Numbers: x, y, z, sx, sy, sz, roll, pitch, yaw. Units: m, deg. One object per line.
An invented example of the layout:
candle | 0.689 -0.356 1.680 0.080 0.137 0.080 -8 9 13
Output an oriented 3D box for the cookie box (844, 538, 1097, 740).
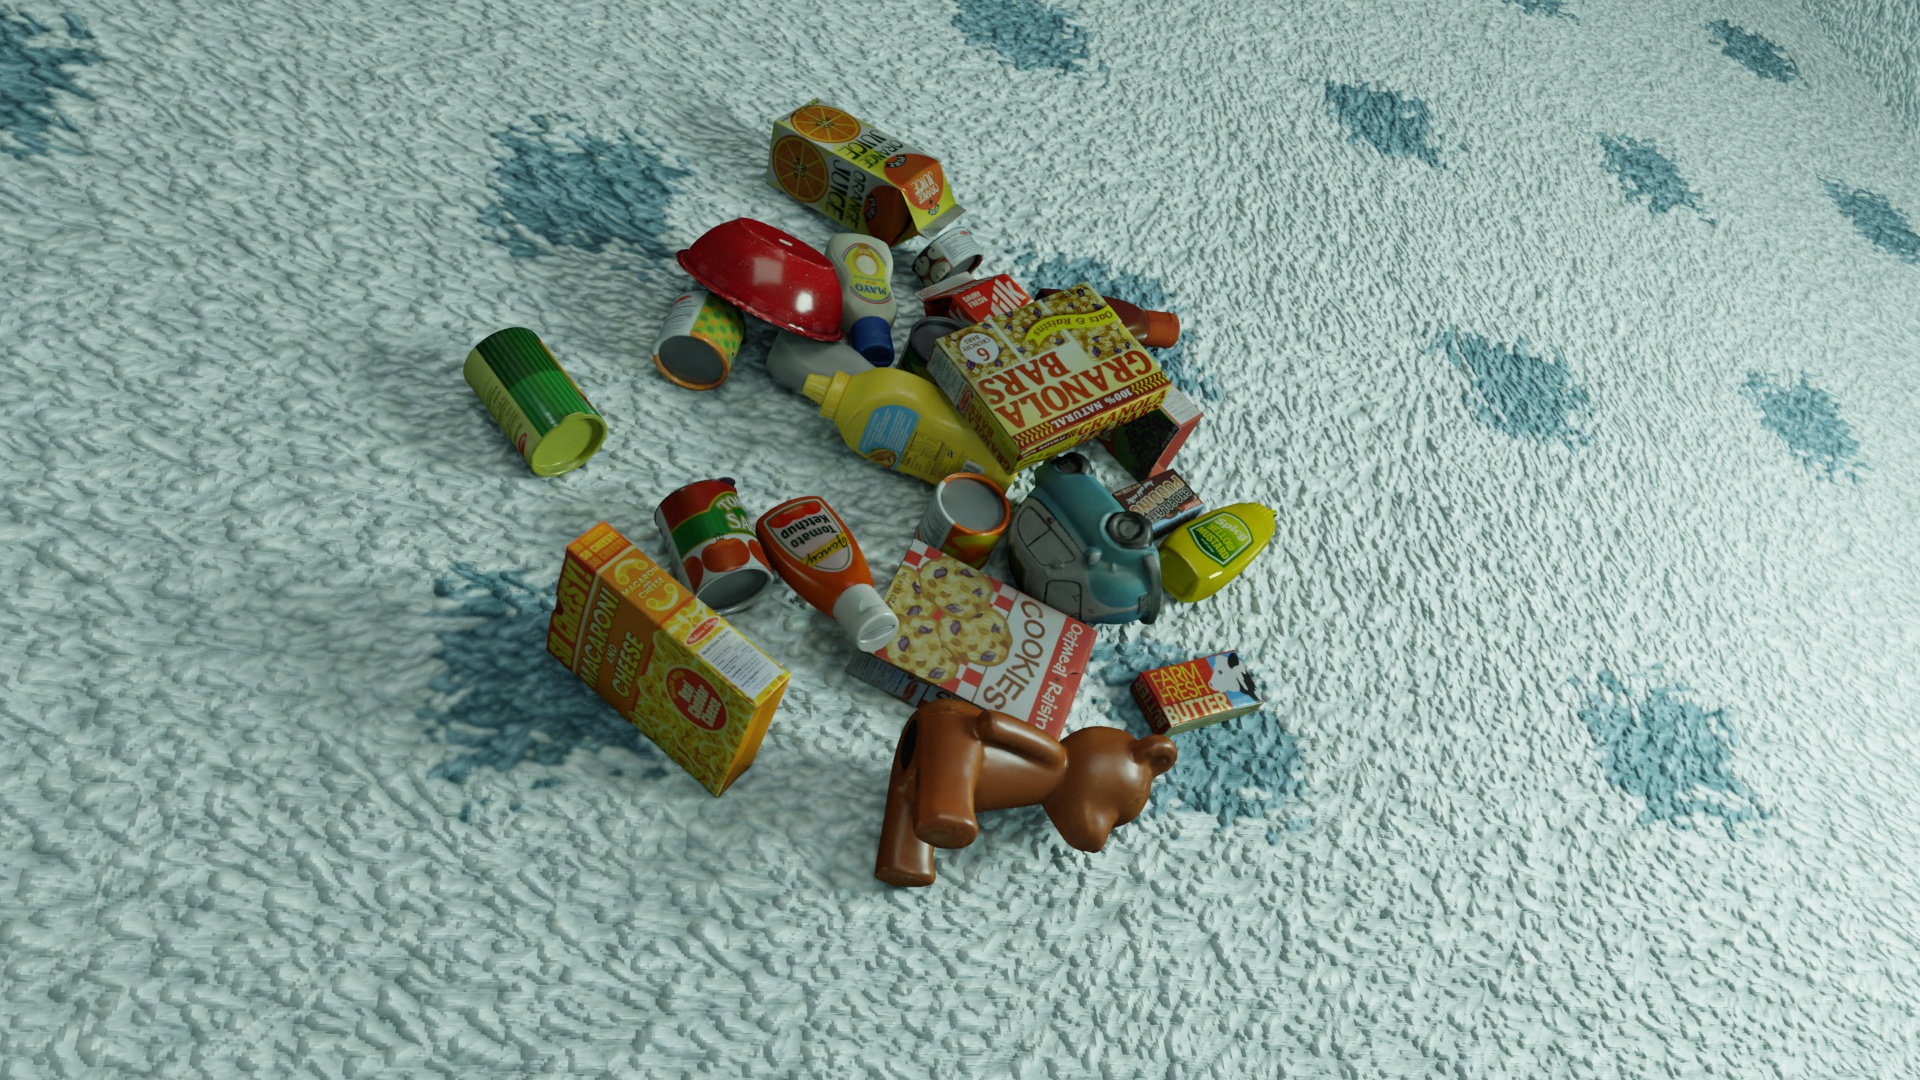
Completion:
cookie box | 0.012 0.086 1.084 0.167 0.040 0.123 27 47 -1

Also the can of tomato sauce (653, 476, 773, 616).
can of tomato sauce | -0.184 0.005 1.046 0.071 0.070 0.083 -11 59 -30

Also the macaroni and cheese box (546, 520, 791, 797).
macaroni and cheese box | -0.202 0.082 0.939 0.166 0.123 0.040 38 47 9

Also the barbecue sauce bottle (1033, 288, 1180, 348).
barbecue sauce bottle | 0.147 -0.216 1.387 0.149 0.043 0.065 2 53 -23

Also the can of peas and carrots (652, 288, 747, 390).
can of peas and carrots | -0.219 -0.168 1.175 0.071 0.070 0.059 20 48 -8

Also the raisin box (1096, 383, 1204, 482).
raisin box | 0.155 -0.126 1.288 0.040 0.085 0.123 -30 69 -36

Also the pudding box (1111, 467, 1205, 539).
pudding box | 0.174 -0.028 1.254 0.084 0.030 0.050 -22 65 -35

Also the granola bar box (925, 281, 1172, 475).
granola bar box | 0.074 -0.137 1.149 0.166 0.038 0.124 -25 68 -28

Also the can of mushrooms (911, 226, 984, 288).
can of mushrooms | -0.013 -0.269 1.345 0.071 0.070 0.033 -32 81 -39

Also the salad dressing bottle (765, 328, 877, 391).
salad dressing bottle | -0.096 -0.141 1.221 0.148 0.043 0.064 25 39 -5

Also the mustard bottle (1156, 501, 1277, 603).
mustard bottle | 0.239 0.000 1.246 0.161 0.048 0.065 -30 70 -38

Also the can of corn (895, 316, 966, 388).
can of corn | -0.021 -0.157 1.256 0.071 0.058 0.071 12 49 -14

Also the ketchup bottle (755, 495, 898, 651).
ketchup bottle | -0.098 0.026 1.056 0.065 0.043 0.149 -23 47 -22

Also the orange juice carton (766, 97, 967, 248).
orange juice carton | -0.090 -0.351 1.356 0.193 0.072 0.072 31 47 15

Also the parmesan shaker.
parmesan shaker | -0.329 -0.110 1.075 0.071 0.071 0.103 -26 67 -37

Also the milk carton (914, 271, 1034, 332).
milk carton | 0.042 -0.178 1.288 0.073 0.073 0.191 -29 69 -35

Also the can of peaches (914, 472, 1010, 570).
can of peaches | 0.004 -0.014 1.151 0.071 0.057 0.071 12 50 -14

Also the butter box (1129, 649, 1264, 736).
butter box | 0.195 0.126 1.142 0.104 0.024 0.053 -10 58 -29

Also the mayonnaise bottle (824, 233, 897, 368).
mayonnaise bottle | -0.088 -0.222 1.290 0.065 0.041 0.149 5 51 -22
